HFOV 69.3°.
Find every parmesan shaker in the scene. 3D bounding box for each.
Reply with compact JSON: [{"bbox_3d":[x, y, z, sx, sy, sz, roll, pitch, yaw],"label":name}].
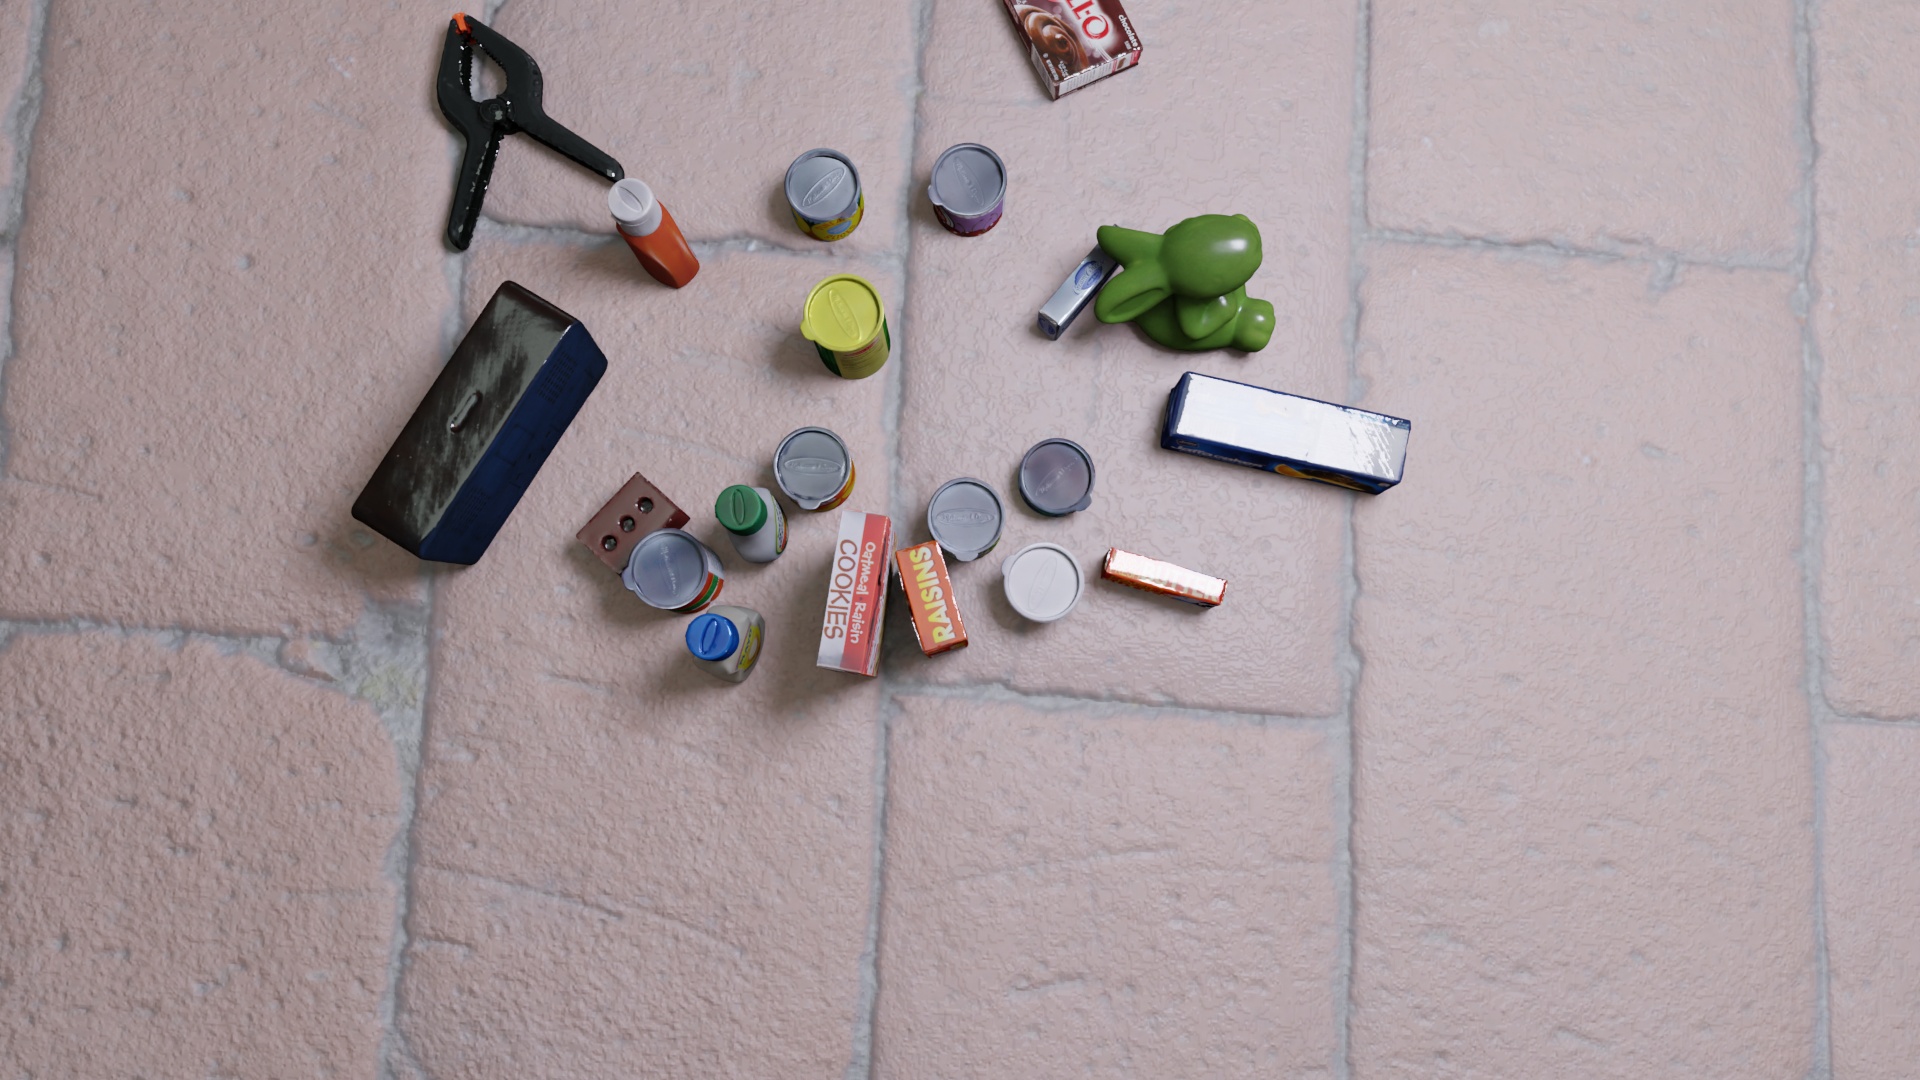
[{"bbox_3d":[-0.098,-0.180,1.187,0.071,0.103,0.071,0,83,0],"label":"parmesan shaker"}]

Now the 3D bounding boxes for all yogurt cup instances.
[{"bbox_3d":[0.070,0.038,1.184,0.072,0.054,0.072,0,83,0],"label":"yogurt cup"}]

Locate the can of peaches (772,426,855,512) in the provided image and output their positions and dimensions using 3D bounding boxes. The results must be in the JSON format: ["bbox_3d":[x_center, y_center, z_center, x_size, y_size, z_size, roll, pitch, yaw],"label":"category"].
[{"bbox_3d":[-0.125,-0.058,1.194,0.071,0.058,0.071,0,83,0],"label":"can of peaches"}]

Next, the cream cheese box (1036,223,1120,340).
[{"bbox_3d":[0.108,-0.225,1.218,0.024,0.053,0.104,40,84,4],"label":"cream cheese box"}]

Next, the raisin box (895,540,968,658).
[{"bbox_3d":[-0.023,0.050,1.147,0.040,0.123,0.086,-16,83,-2],"label":"raisin box"}]

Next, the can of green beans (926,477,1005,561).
[{"bbox_3d":[0.005,-0.017,1.189,0.071,0.057,0.071,0,83,0],"label":"can of green beans"}]

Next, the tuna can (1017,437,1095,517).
[{"bbox_3d":[0.085,-0.052,1.207,0.071,0.033,0.071,0,83,0],"label":"tuna can"}]

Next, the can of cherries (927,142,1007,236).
[{"bbox_3d":[0.005,-0.308,1.226,0.071,0.058,0.071,0,83,0],"label":"can of cherries"}]

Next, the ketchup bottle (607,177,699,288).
[{"bbox_3d":[-0.263,-0.261,1.174,0.065,0.148,0.043,42,85,5],"label":"ketchup bottle"}]

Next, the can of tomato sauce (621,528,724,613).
[{"bbox_3d":[-0.240,0.028,1.170,0.071,0.083,0.071,0,83,0],"label":"can of tomato sauce"}]

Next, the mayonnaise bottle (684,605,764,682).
[{"bbox_3d":[-0.192,0.082,1.131,0.041,0.148,0.065,16,84,2],"label":"mayonnaise bottle"}]

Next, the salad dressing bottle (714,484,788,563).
[{"bbox_3d":[-0.172,-0.017,1.144,0.044,0.147,0.064,-5,83,-1],"label":"salad dressing bottle"}]

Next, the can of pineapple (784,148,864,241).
[{"bbox_3d":[-0.118,-0.302,1.226,0.071,0.058,0.071,0,83,0],"label":"can of pineapple"}]

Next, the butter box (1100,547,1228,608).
[{"bbox_3d":[0.172,0.033,1.186,0.103,0.053,0.024,16,84,2],"label":"butter box"}]

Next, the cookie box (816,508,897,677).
[{"bbox_3d":[-0.080,0.047,1.126,0.040,0.167,0.123,8,83,1],"label":"cookie box"}]
